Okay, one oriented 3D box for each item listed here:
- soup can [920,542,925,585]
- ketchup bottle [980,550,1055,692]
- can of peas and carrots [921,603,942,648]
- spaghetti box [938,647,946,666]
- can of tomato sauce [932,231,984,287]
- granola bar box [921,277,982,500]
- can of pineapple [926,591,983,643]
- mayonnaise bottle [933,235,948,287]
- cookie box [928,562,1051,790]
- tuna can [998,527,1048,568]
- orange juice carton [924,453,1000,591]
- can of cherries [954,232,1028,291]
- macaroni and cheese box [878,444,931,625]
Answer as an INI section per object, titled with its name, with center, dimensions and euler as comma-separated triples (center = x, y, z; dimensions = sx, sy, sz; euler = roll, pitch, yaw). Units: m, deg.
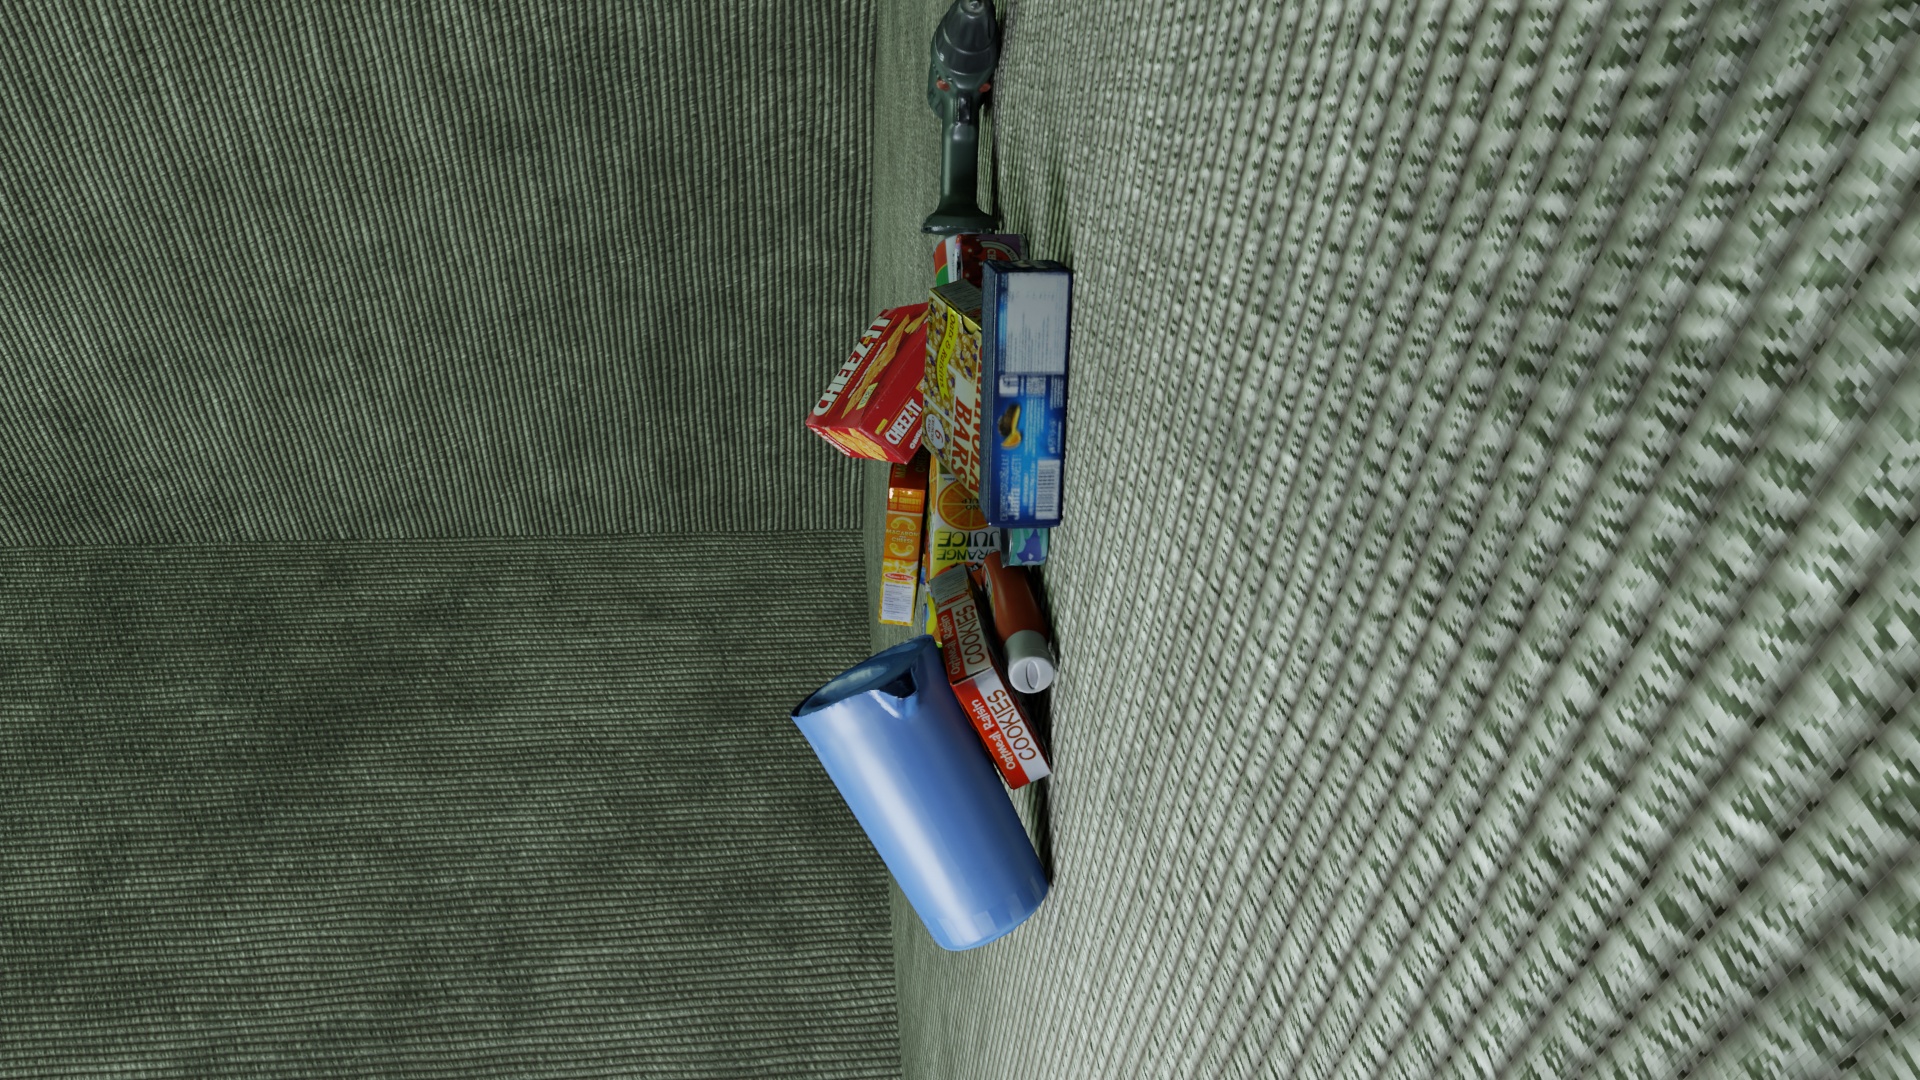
[soup can]
center = -0.030, 0.013, 1.707
dimensions = 0.083, 0.071, 0.071
euler = 105, 162, -65
[ketchup bottle]
center = 0.048, 0.069, 1.153
dimensions = 0.149, 0.043, 0.064
euler = -104, 5, -60
[can of peas and carrots]
center = -0.012, 0.106, 1.596
dimensions = 0.071, 0.059, 0.071
euler = -179, 87, -83
[spaghetti box]
center = 0.004, 0.149, 1.336
dimensions = 0.249, 0.029, 0.050
euler = 60, -155, -72
[can of tomato sauce]
center = 0.010, -0.240, 1.326
dimensions = 0.071, 0.071, 0.083
euler = 103, 164, -64
[granola bar box]
center = 0.017, -0.122, 1.188
dimensions = 0.124, 0.039, 0.164
euler = 45, 145, 37
[can of pineapple]
center = -0.004, 0.075, 1.491
dimensions = 0.071, 0.071, 0.057
euler = -111, 21, -70
[mayonnaise bottle]
center = -0.005, -0.266, 1.553
dimensions = 0.064, 0.041, 0.148
euler = 111, 155, -72
[cookie box]
center = 0.023, 0.113, 1.179
dimensions = 0.122, 0.040, 0.168
euler = 61, -173, -28
[tuna can]
center = 0.052, -0.009, 1.153
dimensions = 0.071, 0.033, 0.071
euler = -178, 87, -83
[orange juice carton]
center = 0.005, -0.017, 1.379
dimensions = 0.073, 0.072, 0.191
euler = -98, 10, -47
[can of cherries]
center = 0.027, -0.236, 1.217
dimensions = 0.071, 0.058, 0.071
euler = -178, 87, -84
[macaroni and cheese box]
center = -0.057, -0.014, 1.459
dimensions = 0.124, 0.040, 0.165
euler = -84, 0, -58
